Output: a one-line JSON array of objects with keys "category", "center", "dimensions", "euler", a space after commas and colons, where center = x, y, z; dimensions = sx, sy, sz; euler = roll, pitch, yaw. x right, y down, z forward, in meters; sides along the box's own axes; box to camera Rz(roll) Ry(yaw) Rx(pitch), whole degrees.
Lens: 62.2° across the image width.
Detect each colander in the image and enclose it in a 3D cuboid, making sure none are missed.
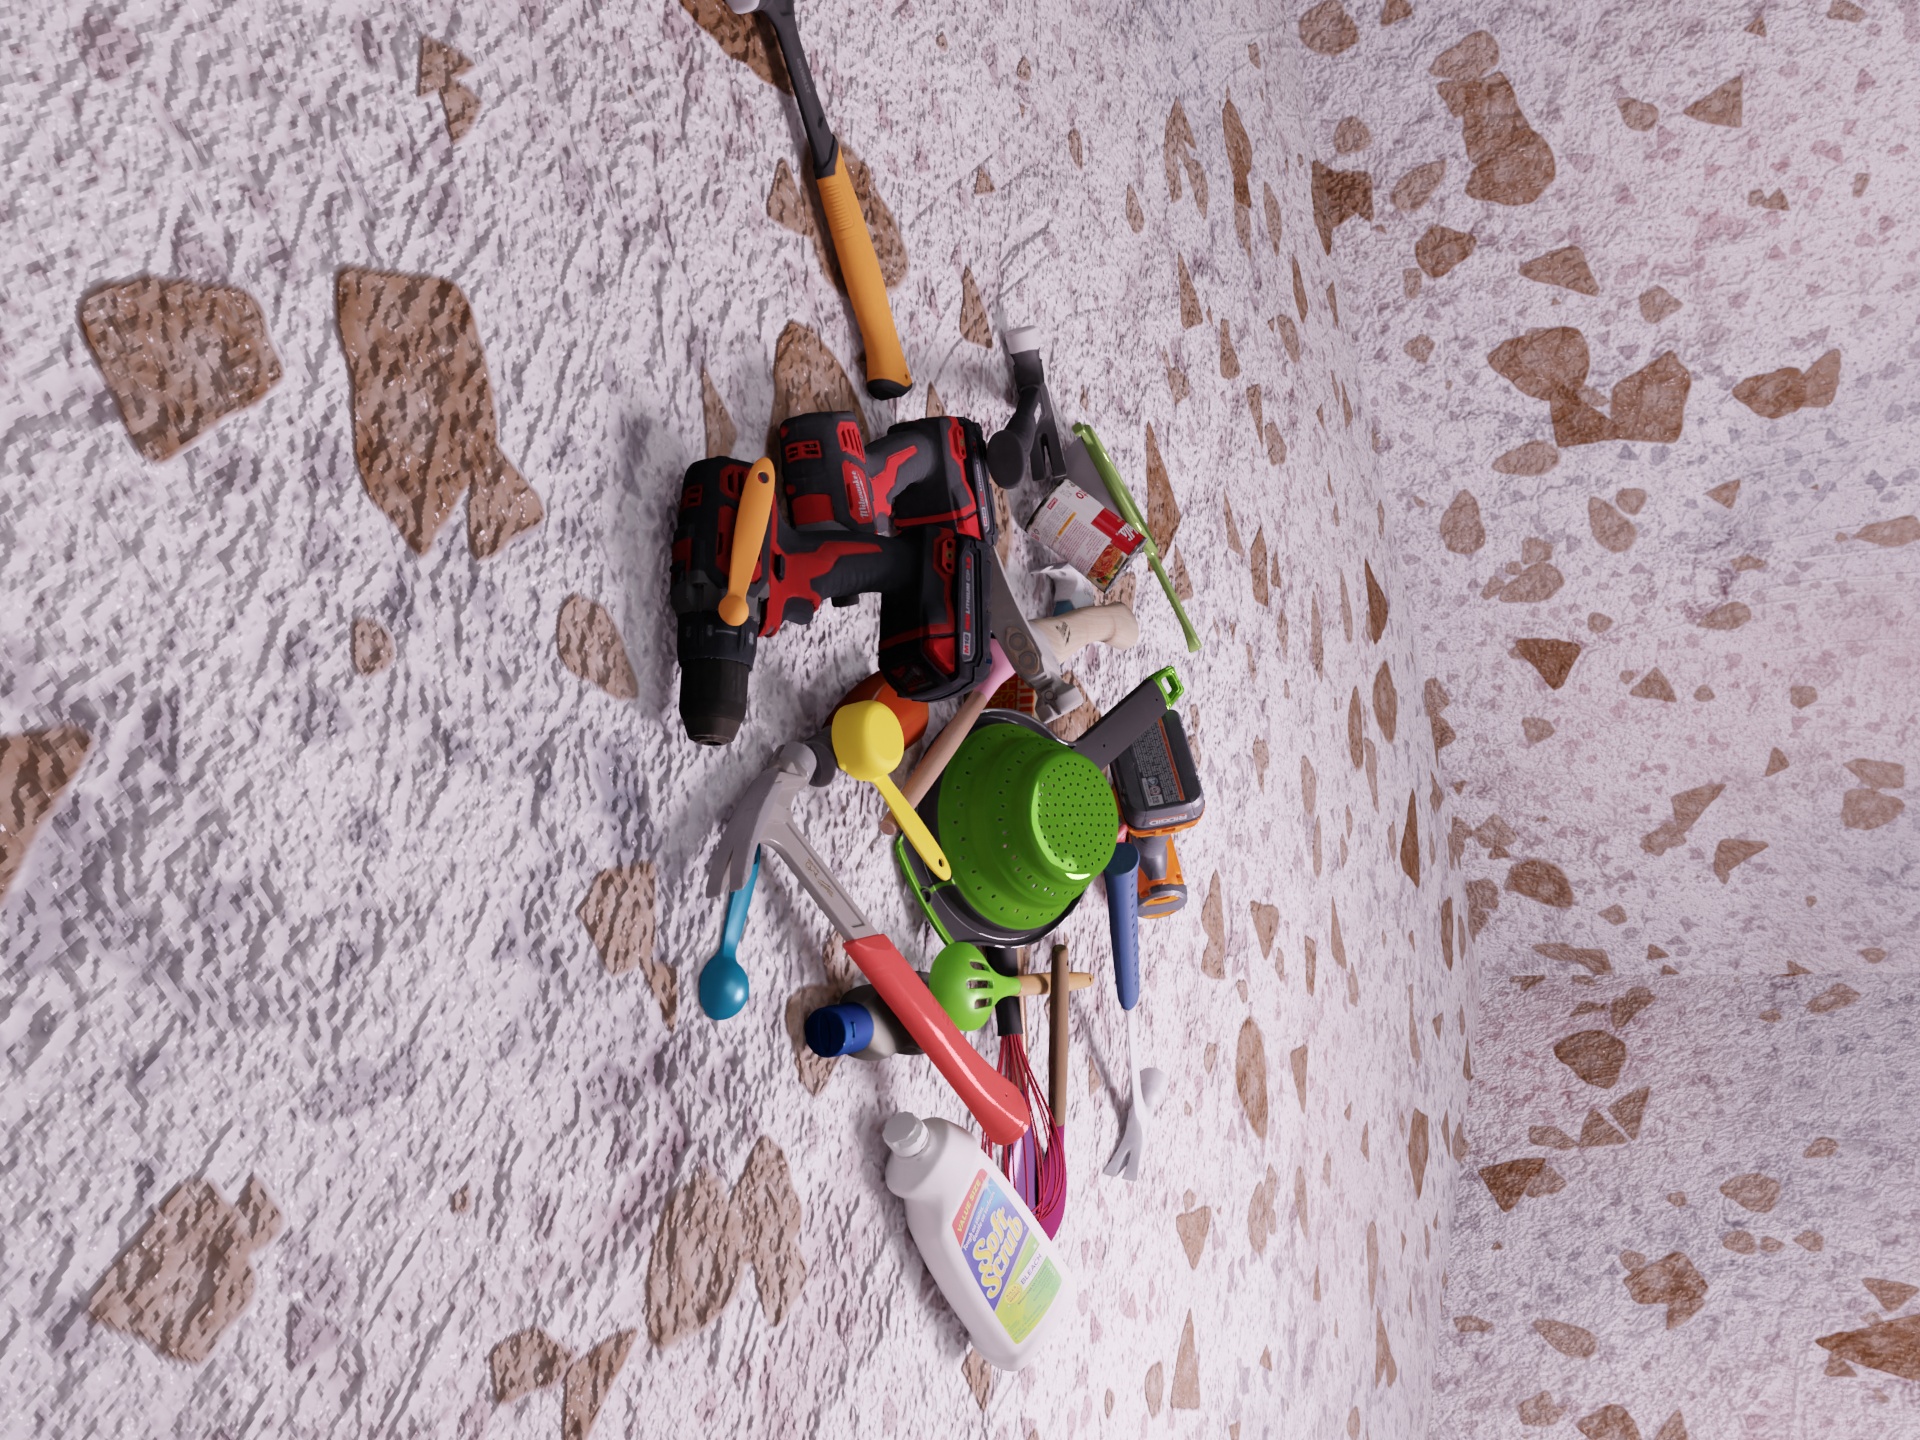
[{"category": "colander", "center": [0.112, 0.046, 1.376], "dimensions": [0.397, 0.094, 0.204], "euler": [-38, 106, -41]}]

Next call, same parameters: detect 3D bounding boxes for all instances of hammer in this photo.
[{"category": "hammer", "center": [-0.095, -0.418, 1.245], "dimensions": [0.127, 0.034, 0.336], "euler": [-50, 129, -53]}, {"category": "hammer", "center": [0.057, -0.257, 1.422], "dimensions": [0.335, 0.035, 0.146], "euler": [-73, 151, -68]}, {"category": "hammer", "center": [0.164, 0.283, 1.539], "dimensions": [0.144, 0.035, 0.405], "euler": [-62, 153, -45]}, {"category": "hammer", "center": [0.100, -0.091, 1.444], "dimensions": [0.146, 0.038, 0.410], "euler": [61, 18, 2]}, {"category": "hammer", "center": [-0.052, 0.189, 1.142], "dimensions": [0.358, 0.037, 0.149], "euler": [57, 31, -27]}, {"category": "hammer", "center": [0.078, -0.025, 1.522], "dimensions": [0.128, 0.033, 0.331], "euler": [62, 35, -40]}]

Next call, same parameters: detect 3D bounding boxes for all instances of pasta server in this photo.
[{"category": "pasta server", "center": [-0.002, -0.004, 1.290], "dimensions": [0.316, 0.040, 0.060], "euler": [-55, 144, -50]}]

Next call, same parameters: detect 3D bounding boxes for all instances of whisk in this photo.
[{"category": "whisk", "center": [0.045, 0.292, 1.379], "dimensions": [0.073, 0.073, 0.296], "euler": [19, 62, -61]}]

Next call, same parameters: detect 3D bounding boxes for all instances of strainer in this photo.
[{"category": "strainer", "center": [0.161, -0.174, 1.618], "dimensions": [0.256, 0.069, 0.151], "euler": [64, 11, 5]}]

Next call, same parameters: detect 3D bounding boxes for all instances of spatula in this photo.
[{"category": "spatula", "center": [0.052, 0.305, 1.427], "dimensions": [0.059, 0.018, 0.316], "euler": [3, 84, -62]}]

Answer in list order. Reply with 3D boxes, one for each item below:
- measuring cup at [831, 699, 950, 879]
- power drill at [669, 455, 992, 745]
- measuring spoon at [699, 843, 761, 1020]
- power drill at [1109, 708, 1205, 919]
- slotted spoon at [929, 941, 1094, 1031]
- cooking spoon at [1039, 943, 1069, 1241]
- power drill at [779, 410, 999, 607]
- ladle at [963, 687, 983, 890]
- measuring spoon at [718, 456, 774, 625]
[{"category": "measuring cup", "center": [-0.039, 0.052, 1.157], "dimensions": [0.156, 0.029, 0.062], "euler": [58, 36, -19]}, {"category": "power drill", "center": [-0.091, -0.065, 1.074], "dimensions": [0.226, 0.080, 0.188], "euler": [11, 74, -35]}, {"category": "measuring spoon", "center": [-0.144, 0.137, 1.061], "dimensions": [0.042, 0.021, 0.129], "euler": [47, 46, -51]}, {"category": "power drill", "center": [0.186, 0.082, 1.601], "dimensions": [0.226, 0.084, 0.164], "euler": [84, -5, -58]}, {"category": "slotted spoon", "center": [0.055, 0.223, 1.354], "dimensions": [0.313, 0.031, 0.070], "euler": [17, 64, -64]}, {"category": "cooking spoon", "center": [0.086, 0.337, 1.416], "dimensions": [0.069, 0.017, 0.318], "euler": [-48, 142, -58]}, {"category": "power drill", "center": [-0.057, -0.168, 1.235], "dimensions": [0.219, 0.078, 0.143], "euler": [-21, 104, -60]}, {"category": "ladle", "center": [0.012, -0.009, 1.396], "dimensions": [0.069, 0.031, 0.315], "euler": [8, 80, -63]}, {"category": "measuring spoon", "center": [-0.133, -0.115, 1.006], "dimensions": [0.021, 0.011, 0.117], "euler": [19, 70, -29]}]
